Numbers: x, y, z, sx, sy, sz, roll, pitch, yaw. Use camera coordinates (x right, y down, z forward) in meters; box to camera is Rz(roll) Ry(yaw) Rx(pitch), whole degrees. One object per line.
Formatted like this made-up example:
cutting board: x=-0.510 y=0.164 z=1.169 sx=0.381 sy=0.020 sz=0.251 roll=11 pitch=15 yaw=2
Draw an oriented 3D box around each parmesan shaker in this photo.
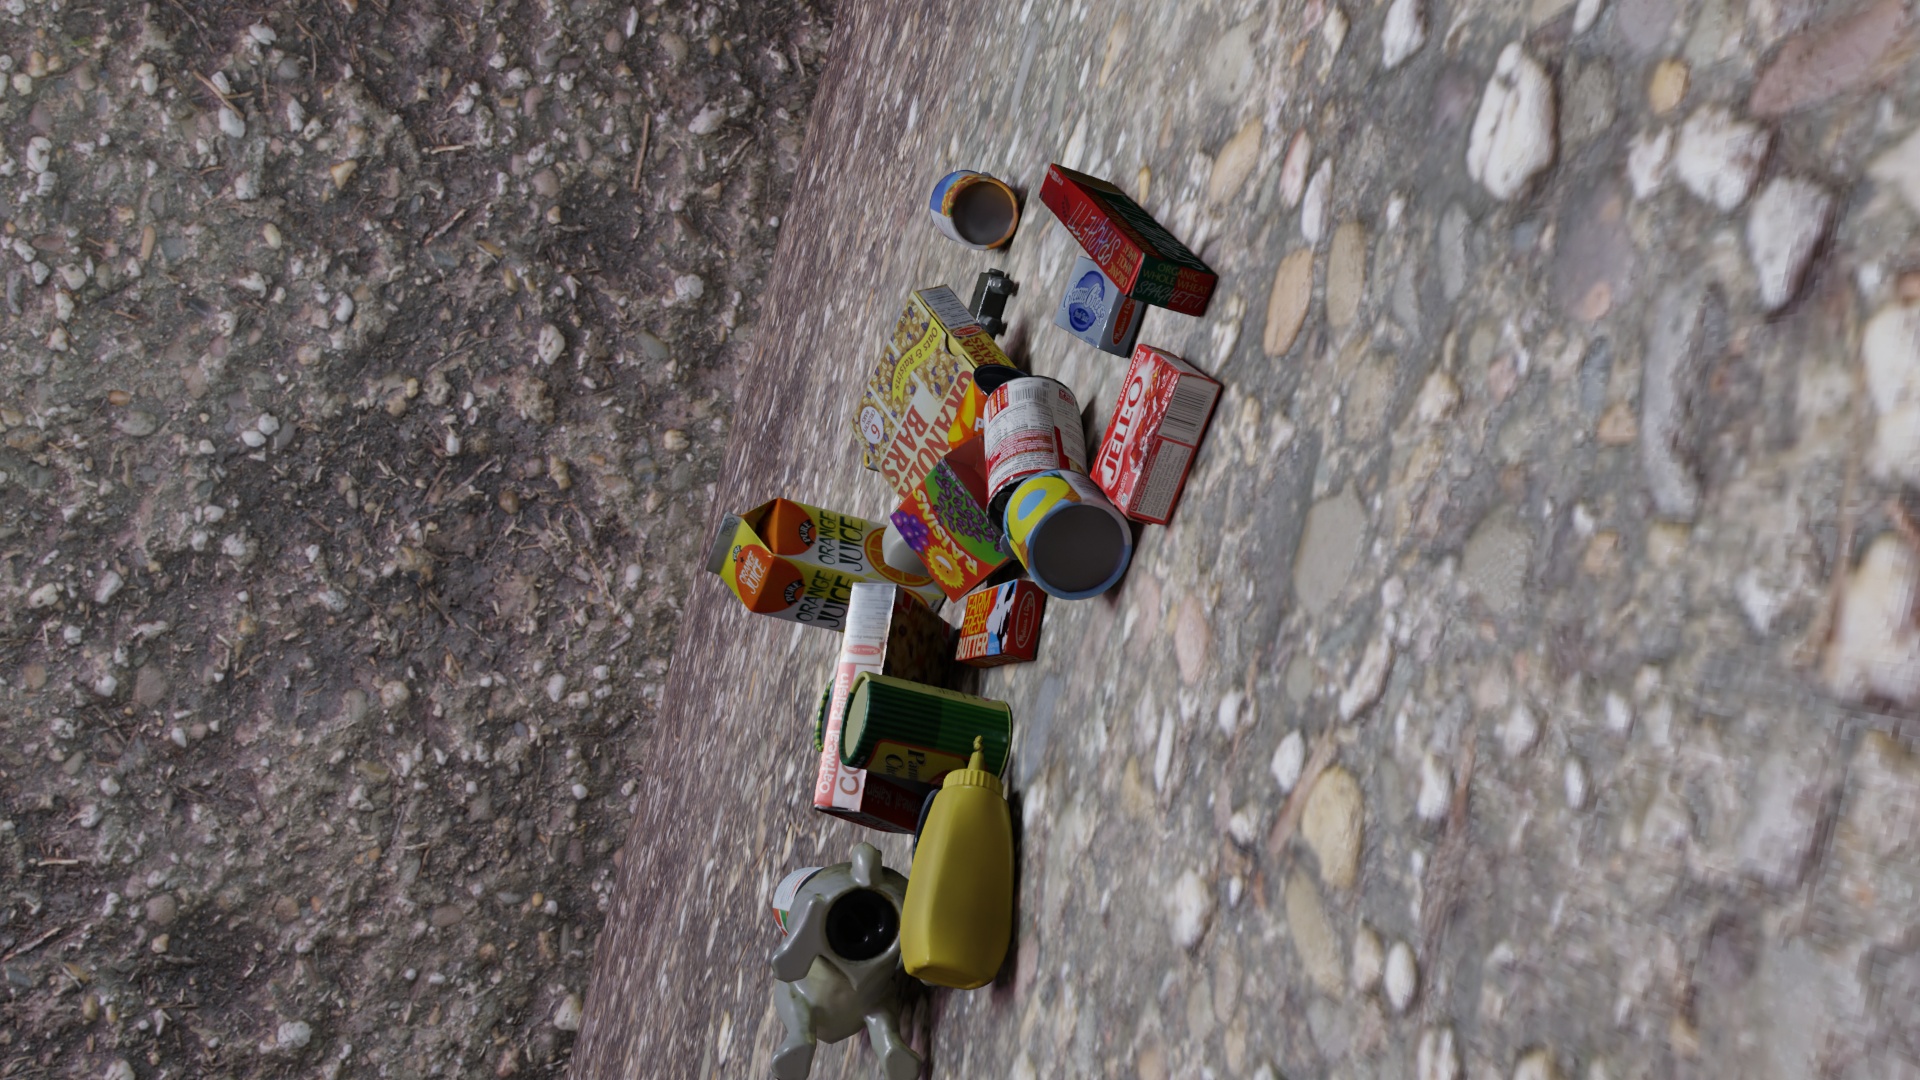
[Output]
parmesan shaker: x=-0.026 y=0.133 z=0.952 sx=0.071 sy=0.103 sz=0.071 roll=-164 pitch=89 yaw=-74

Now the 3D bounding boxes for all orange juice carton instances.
orange juice carton: x=-0.115 y=0.024 z=1.177 sx=0.073 sy=0.193 sz=0.071 roll=-95 pitch=26 yaw=-46

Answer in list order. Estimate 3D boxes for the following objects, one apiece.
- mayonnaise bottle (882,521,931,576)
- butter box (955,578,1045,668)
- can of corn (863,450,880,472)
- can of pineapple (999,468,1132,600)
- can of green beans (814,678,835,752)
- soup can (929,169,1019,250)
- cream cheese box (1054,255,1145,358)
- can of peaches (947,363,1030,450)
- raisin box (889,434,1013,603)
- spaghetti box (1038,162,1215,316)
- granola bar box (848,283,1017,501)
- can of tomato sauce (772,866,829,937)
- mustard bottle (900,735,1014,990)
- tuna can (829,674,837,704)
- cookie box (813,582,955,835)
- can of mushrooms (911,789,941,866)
mayonnaise bottle: x=-0.008 y=-0.029 z=1.109 sx=0.147 sy=0.065 sz=0.041 roll=-54 pitch=33 yaw=42
butter box: x=0.027 y=0.060 z=0.978 sx=0.103 sy=0.024 sz=0.053 roll=156 pitch=128 yaw=-69
can of corn: x=-0.055 y=-0.093 z=1.316 sx=0.071 sy=0.058 sz=0.071 roll=-164 pitch=89 yaw=-73
can of pineapple: x=0.063 y=-0.002 z=0.839 sx=0.058 sy=0.071 sz=0.070 roll=-121 pitch=48 yaw=-67
can of green beans: x=-0.092 y=0.159 z=1.224 sx=0.071 sy=0.058 sz=0.071 roll=-164 pitch=89 yaw=-74
soup can: x=0.014 y=-0.302 z=1.261 sx=0.084 sy=0.071 sz=0.071 roll=-126 pitch=53 yaw=-68
cream cheese box: x=0.096 y=-0.160 z=0.942 sx=0.104 sy=0.024 sz=0.053 roll=-126 pitch=54 yaw=-69
can of peaches: x=0.030 y=-0.087 z=1.020 sx=0.071 sy=0.071 sz=0.057 roll=-99 pitch=28 yaw=-53
raisin box: x=0.004 y=-0.013 z=1.012 sx=0.040 sy=0.086 sz=0.123 roll=-35 pitch=-3 yaw=-28
spaghetti box: x=0.103 y=-0.201 z=0.909 sx=0.251 sy=0.050 sz=0.028 roll=-109 pitch=36 yaw=-62
granola bar box: x=-0.021 y=-0.107 z=1.143 sx=0.124 sy=0.039 sz=0.164 roll=53 pitch=138 yaw=21
can of tomato sauce: x=-0.116 y=0.310 z=1.167 sx=0.083 sy=0.071 sz=0.071 roll=146 pitch=136 yaw=-67
mustard bottle: x=0.004 y=0.198 z=0.879 sx=0.048 sy=0.065 sz=0.161 roll=-46 pitch=27 yaw=49
tuna can: x=-0.074 y=0.131 z=1.185 sx=0.032 sy=0.071 sz=0.071 roll=119 pitch=158 yaw=-43
cookie box: x=-0.055 y=0.129 z=1.042 sx=0.122 sy=0.040 sz=0.168 roll=44 pitch=-128 yaw=-62
can of mushrooms: x=-0.006 y=0.205 z=0.949 sx=0.071 sy=0.033 sz=0.071 roll=-164 pitch=89 yaw=-74
